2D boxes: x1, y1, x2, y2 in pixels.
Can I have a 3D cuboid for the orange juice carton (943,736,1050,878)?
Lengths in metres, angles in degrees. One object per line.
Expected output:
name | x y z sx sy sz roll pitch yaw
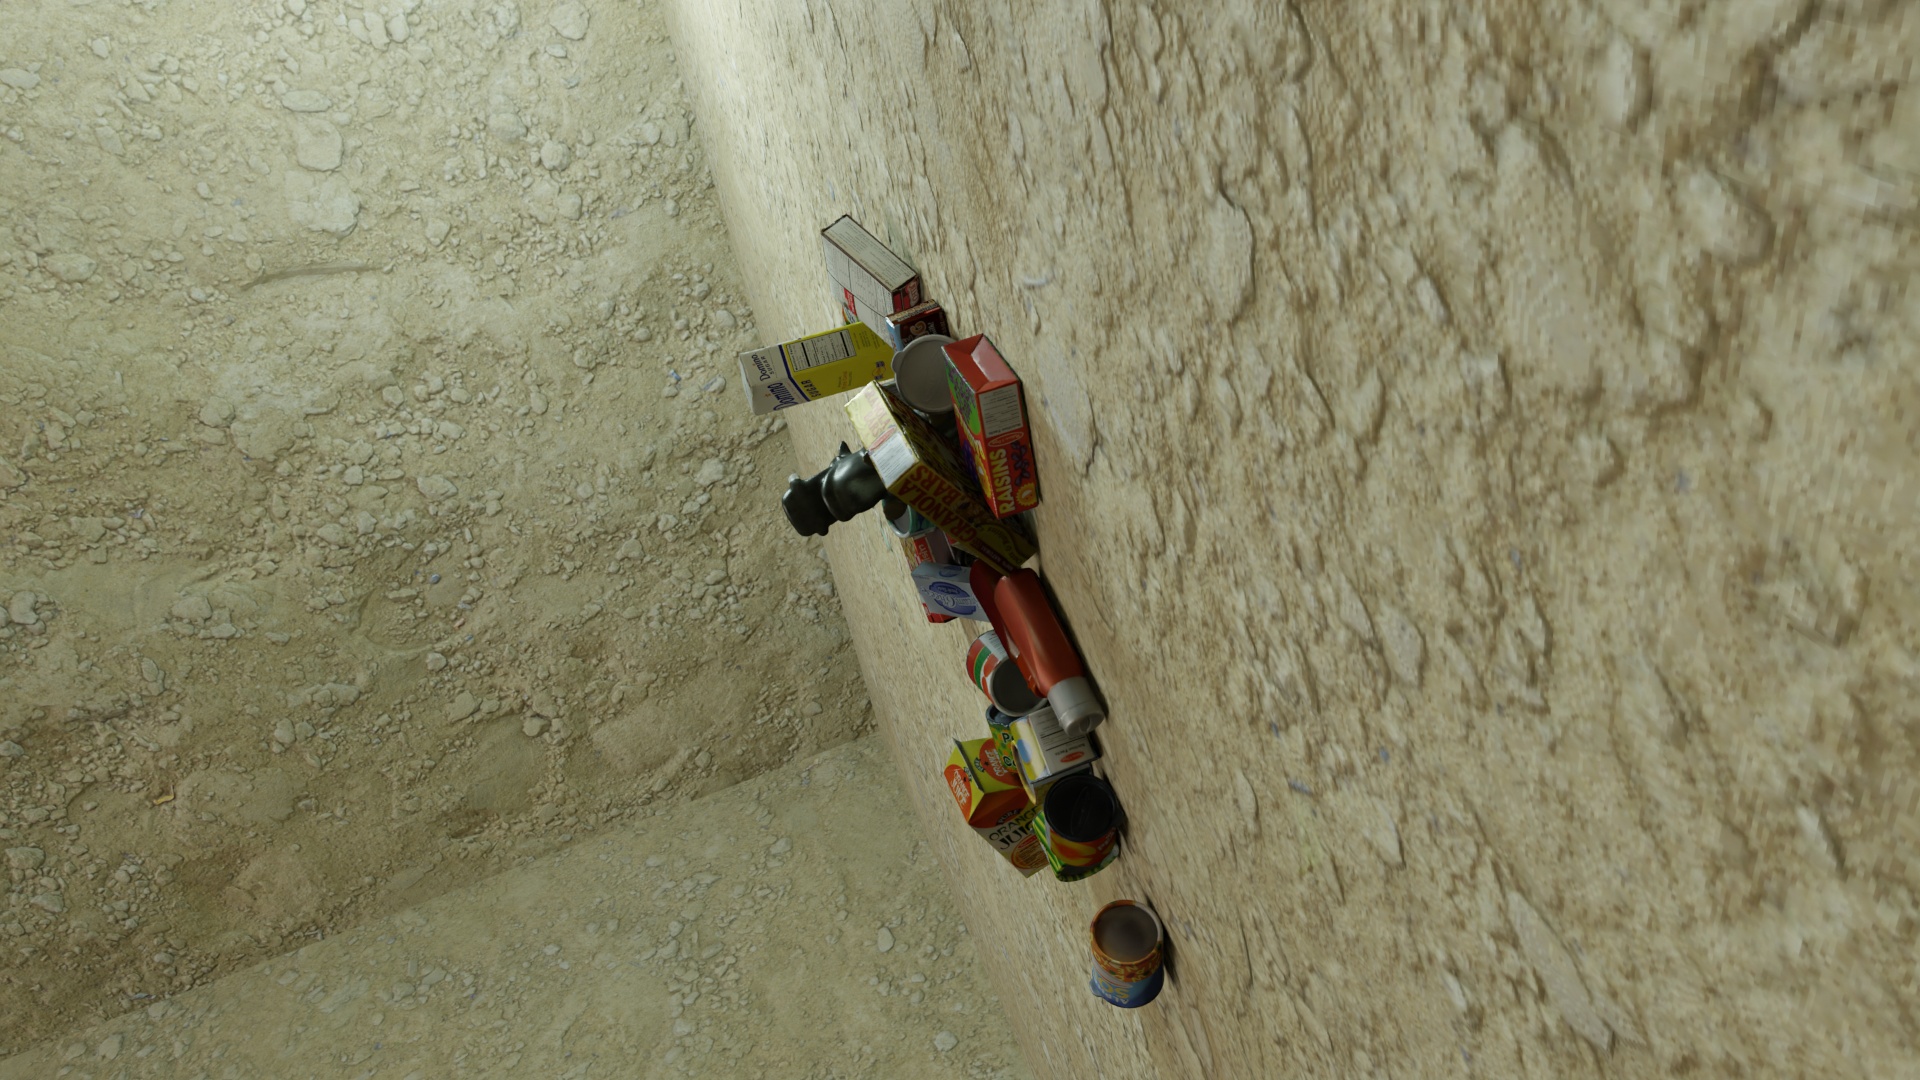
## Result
orange juice carton | 0.047 0.271 1.445 0.192 0.073 0.072 51 -173 -45

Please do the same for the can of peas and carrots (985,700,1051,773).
can of peas and carrots | 0.064 0.190 1.375 0.071 0.071 0.058 -135 27 -69

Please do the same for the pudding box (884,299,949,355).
pudding box | -0.034 -0.170 1.257 0.030 0.050 0.083 -126 19 -55

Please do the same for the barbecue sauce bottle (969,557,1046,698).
barbecue sauce bottle | 0.054 0.080 1.282 0.064 0.044 0.149 79 167 -47

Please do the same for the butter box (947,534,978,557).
butter box | 0.005 -0.017 1.328 0.053 0.024 0.103 68 -169 13

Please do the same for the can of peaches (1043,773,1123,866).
can of peaches | 0.110 0.253 1.248 0.057 0.071 0.071 84 164 -54

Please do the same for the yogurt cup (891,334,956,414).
yogurt cup | -0.023 -0.144 1.211 0.054 0.072 0.072 -121 13 -83

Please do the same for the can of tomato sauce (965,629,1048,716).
can of tomato sauce | 0.048 0.129 1.346 0.083 0.071 0.071 -143 35 -72

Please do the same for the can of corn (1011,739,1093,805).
can of corn | 0.086 0.212 1.318 0.071 0.058 0.071 163 88 -81

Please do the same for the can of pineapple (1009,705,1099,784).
can of pineapple | 0.083 0.181 1.247 0.071 0.071 0.058 109 142 -75

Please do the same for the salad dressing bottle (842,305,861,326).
salad dressing bottle | -0.100 -0.262 1.469 0.147 0.044 0.064 108 142 -71

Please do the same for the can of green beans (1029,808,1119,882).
can of green beans | 0.108 0.280 1.307 0.071 0.071 0.058 84 163 -54

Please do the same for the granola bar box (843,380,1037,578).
granola bar box | -0.016 -0.053 1.184 0.165 0.039 0.125 36 -163 -42

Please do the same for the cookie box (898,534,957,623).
cookie box | -0.042 0.019 1.724 0.123 0.040 0.167 156 95 -81

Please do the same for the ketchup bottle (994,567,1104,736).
ketchup bottle | 0.076 0.097 1.191 0.064 0.043 0.149 82 165 -55

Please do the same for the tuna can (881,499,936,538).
tuna can | -0.053 -0.039 1.421 0.071 0.033 0.070 39 137 48

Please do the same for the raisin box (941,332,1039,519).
raisin box | 0.025 -0.091 1.114 0.086 0.040 0.122 -122 16 -51

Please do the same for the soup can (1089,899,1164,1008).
soup can | 0.148 0.374 1.253 0.083 0.071 0.071 81 166 -46

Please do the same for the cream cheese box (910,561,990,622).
cream cheese box | 0.000 0.052 1.399 0.104 0.024 0.053 6 132 47

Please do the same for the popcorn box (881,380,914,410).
popcorn box | -0.073 -0.138 1.585 0.127 0.038 0.085 -156 46 -77
